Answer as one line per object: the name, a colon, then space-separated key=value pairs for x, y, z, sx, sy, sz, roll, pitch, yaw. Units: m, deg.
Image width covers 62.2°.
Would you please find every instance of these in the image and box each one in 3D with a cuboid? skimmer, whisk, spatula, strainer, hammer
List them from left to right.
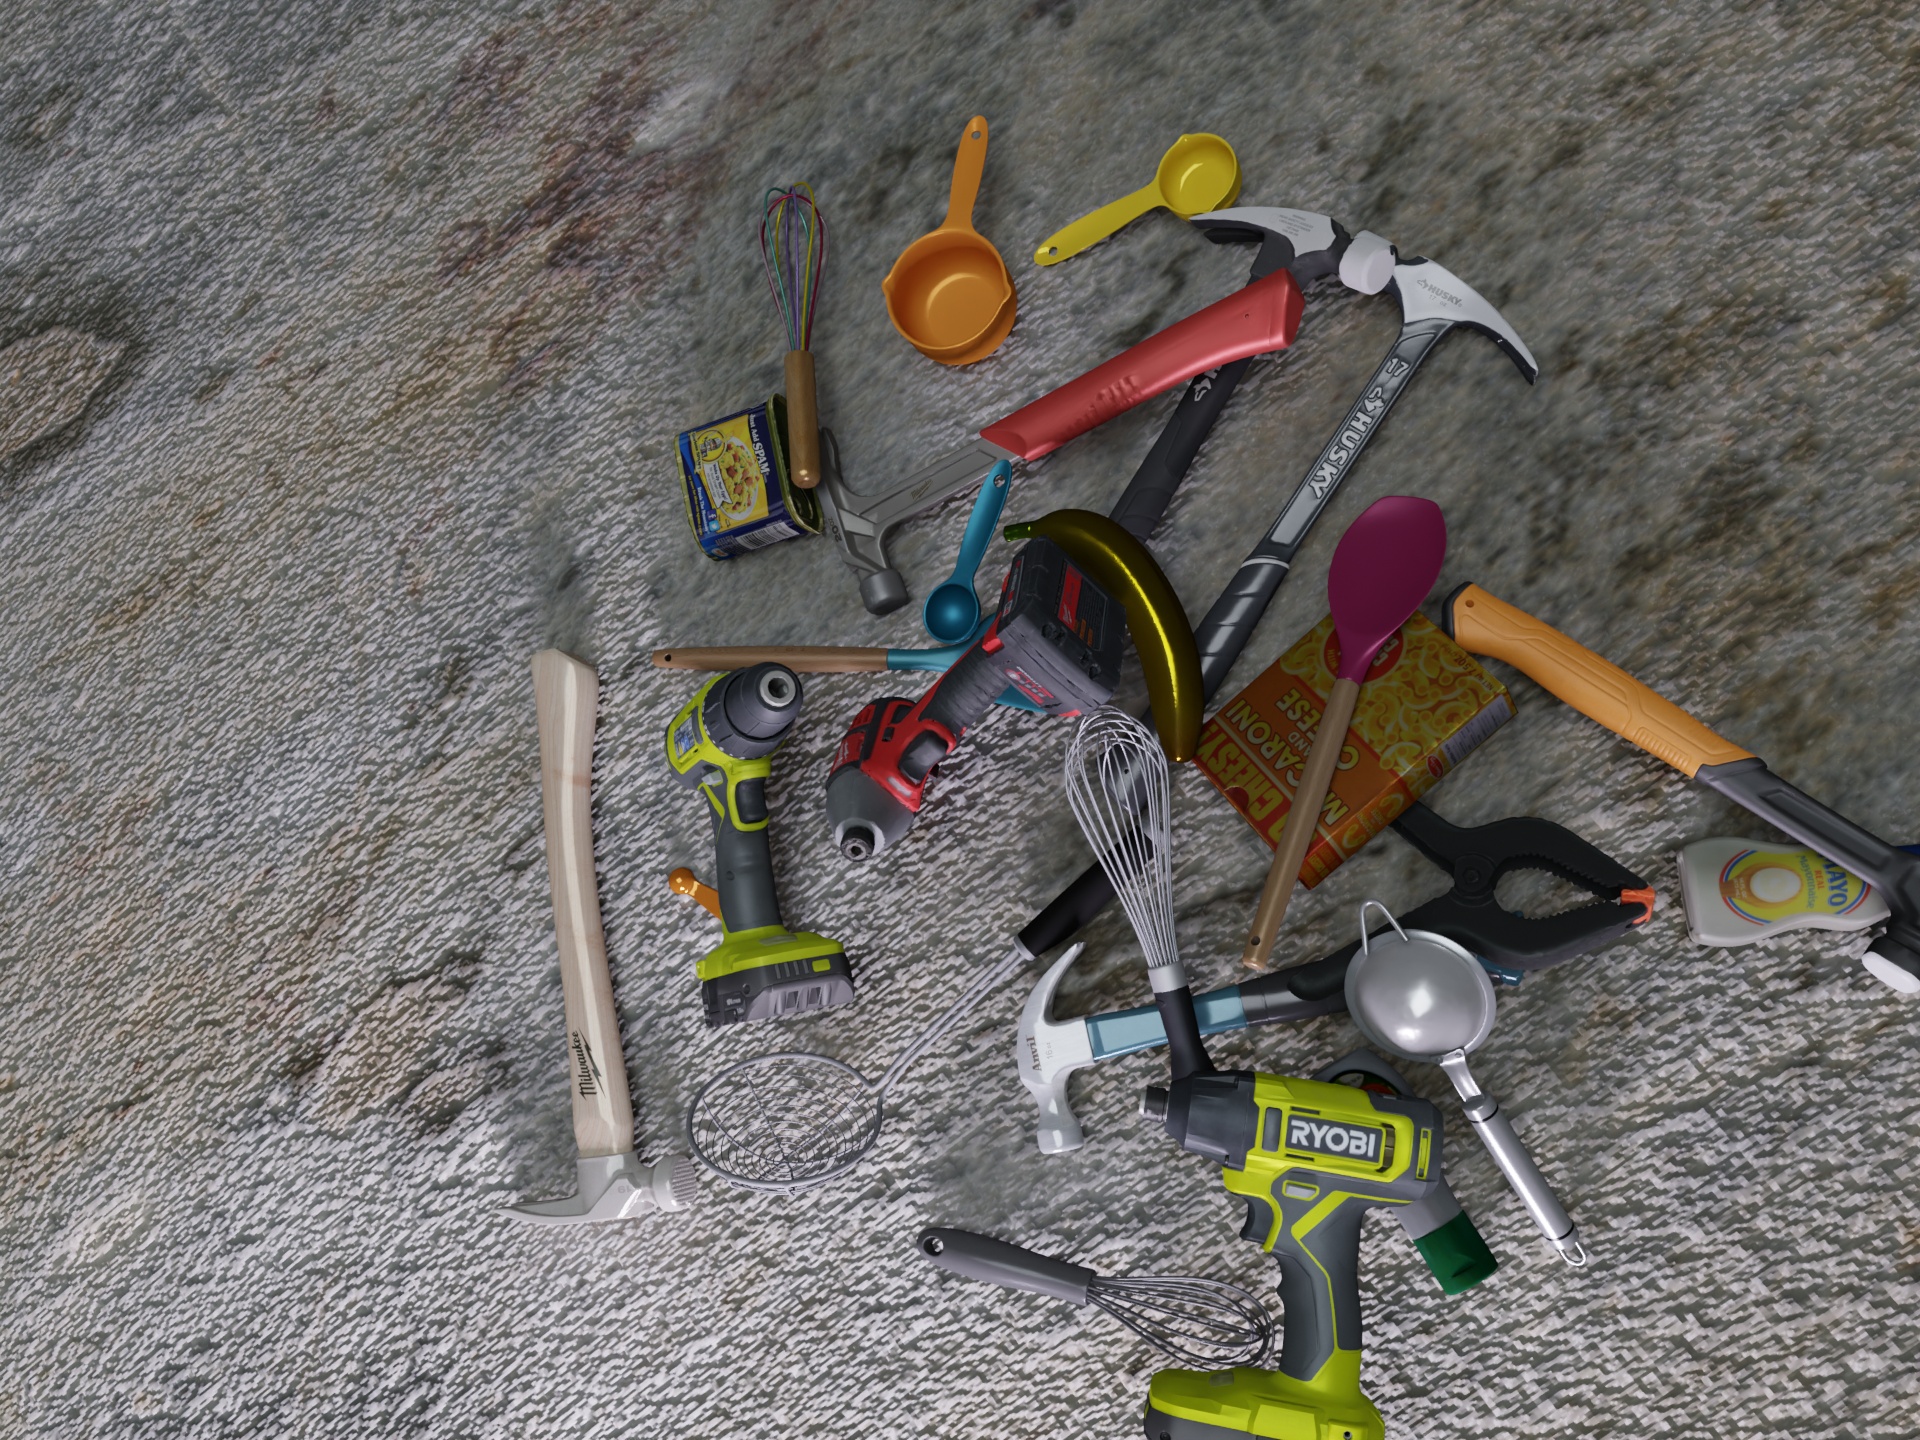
hammer: x=-0.285 y=0.152 z=1.154 sx=0.146 sy=0.038 sz=0.411 roll=-12 pitch=79 yaw=16
whisk: x=-0.116 y=-0.281 z=1.139 sx=0.047 sy=0.051 sz=0.245 roll=-12 pitch=70 yaw=21
spatula: x=-0.077 y=-0.046 z=1.116 sx=0.317 sy=0.044 sz=0.082 roll=0 pitch=87 yaw=18
skimmer: x=-0.019 y=0.175 z=1.042 sx=0.363 sy=0.090 sz=0.127 roll=-43 pitch=34 yaw=4
hammer: x=0.058 y=-0.209 z=1.065 sx=0.359 sy=0.036 sz=0.149 roll=-25 pitch=77 yaw=25
whisk: x=0.081 y=0.364 z=1.013 sx=0.239 sy=0.055 sz=0.055 roll=9 pitch=85 yaw=22
whisk: x=0.121 y=0.128 z=0.993 sx=0.070 sy=0.070 sz=0.285 roll=-15 pitch=85 yaw=14
hammer: x=0.142 y=-0.188 z=1.061 sx=0.146 sy=0.035 sz=0.335 roll=37 pitch=100 yaw=39
hammer: x=0.194 y=0.179 z=1.009 sx=0.331 sy=0.033 sz=0.128 roll=-16 pitch=79 yaw=14
hammer: x=0.216 y=-0.115 z=1.044 sx=0.149 sy=0.036 sz=0.409 roll=34 pitch=93 yaw=17
strainer: x=0.300 y=0.219 z=0.928 sx=0.087 sy=0.050 sz=0.258 roll=-28 pitch=101 yaw=33
hammer: x=0.436 y=0.009 z=0.937 sx=0.337 sy=0.034 sz=0.127 roll=37 pitch=83 yaw=26

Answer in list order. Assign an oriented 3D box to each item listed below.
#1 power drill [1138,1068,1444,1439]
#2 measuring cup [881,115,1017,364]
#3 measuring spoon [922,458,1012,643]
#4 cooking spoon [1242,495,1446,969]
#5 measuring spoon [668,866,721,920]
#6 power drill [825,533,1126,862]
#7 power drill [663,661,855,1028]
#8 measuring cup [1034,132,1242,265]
power drill: x=0.178 y=0.319 z=0.921 sx=0.171 sy=0.080 sz=0.223 roll=7 pitch=83 yaw=9
measuring cup: x=0.004 y=-0.337 z=1.129 sx=0.095 sy=0.052 sz=0.174 roll=8 pitch=83 yaw=17
measuring spoon: x=0.012 y=-0.111 z=1.062 sx=0.042 sy=0.021 sz=0.128 roll=21 pitch=92 yaw=29
cooking spoon: x=0.226 y=0.001 z=0.961 sx=0.069 sy=0.017 sz=0.319 roll=12 pitch=71 yaw=32
measuring spoon: x=-0.162 y=0.138 z=1.131 sx=0.117 sy=0.011 sz=0.021 roll=30 pitch=91 yaw=18
power drill: x=-0.002 y=-0.003 z=0.995 sx=0.078 sy=0.143 sz=0.219 roll=41 pitch=120 yaw=-16
power drill: x=-0.134 y=0.079 z=1.046 sx=0.080 sy=0.190 sz=0.228 roll=-6 pitch=80 yaw=-25
measuring cup: x=0.124 y=-0.354 z=1.114 sx=0.156 sy=0.029 sz=0.062 roll=-22 pitch=75 yaw=25
